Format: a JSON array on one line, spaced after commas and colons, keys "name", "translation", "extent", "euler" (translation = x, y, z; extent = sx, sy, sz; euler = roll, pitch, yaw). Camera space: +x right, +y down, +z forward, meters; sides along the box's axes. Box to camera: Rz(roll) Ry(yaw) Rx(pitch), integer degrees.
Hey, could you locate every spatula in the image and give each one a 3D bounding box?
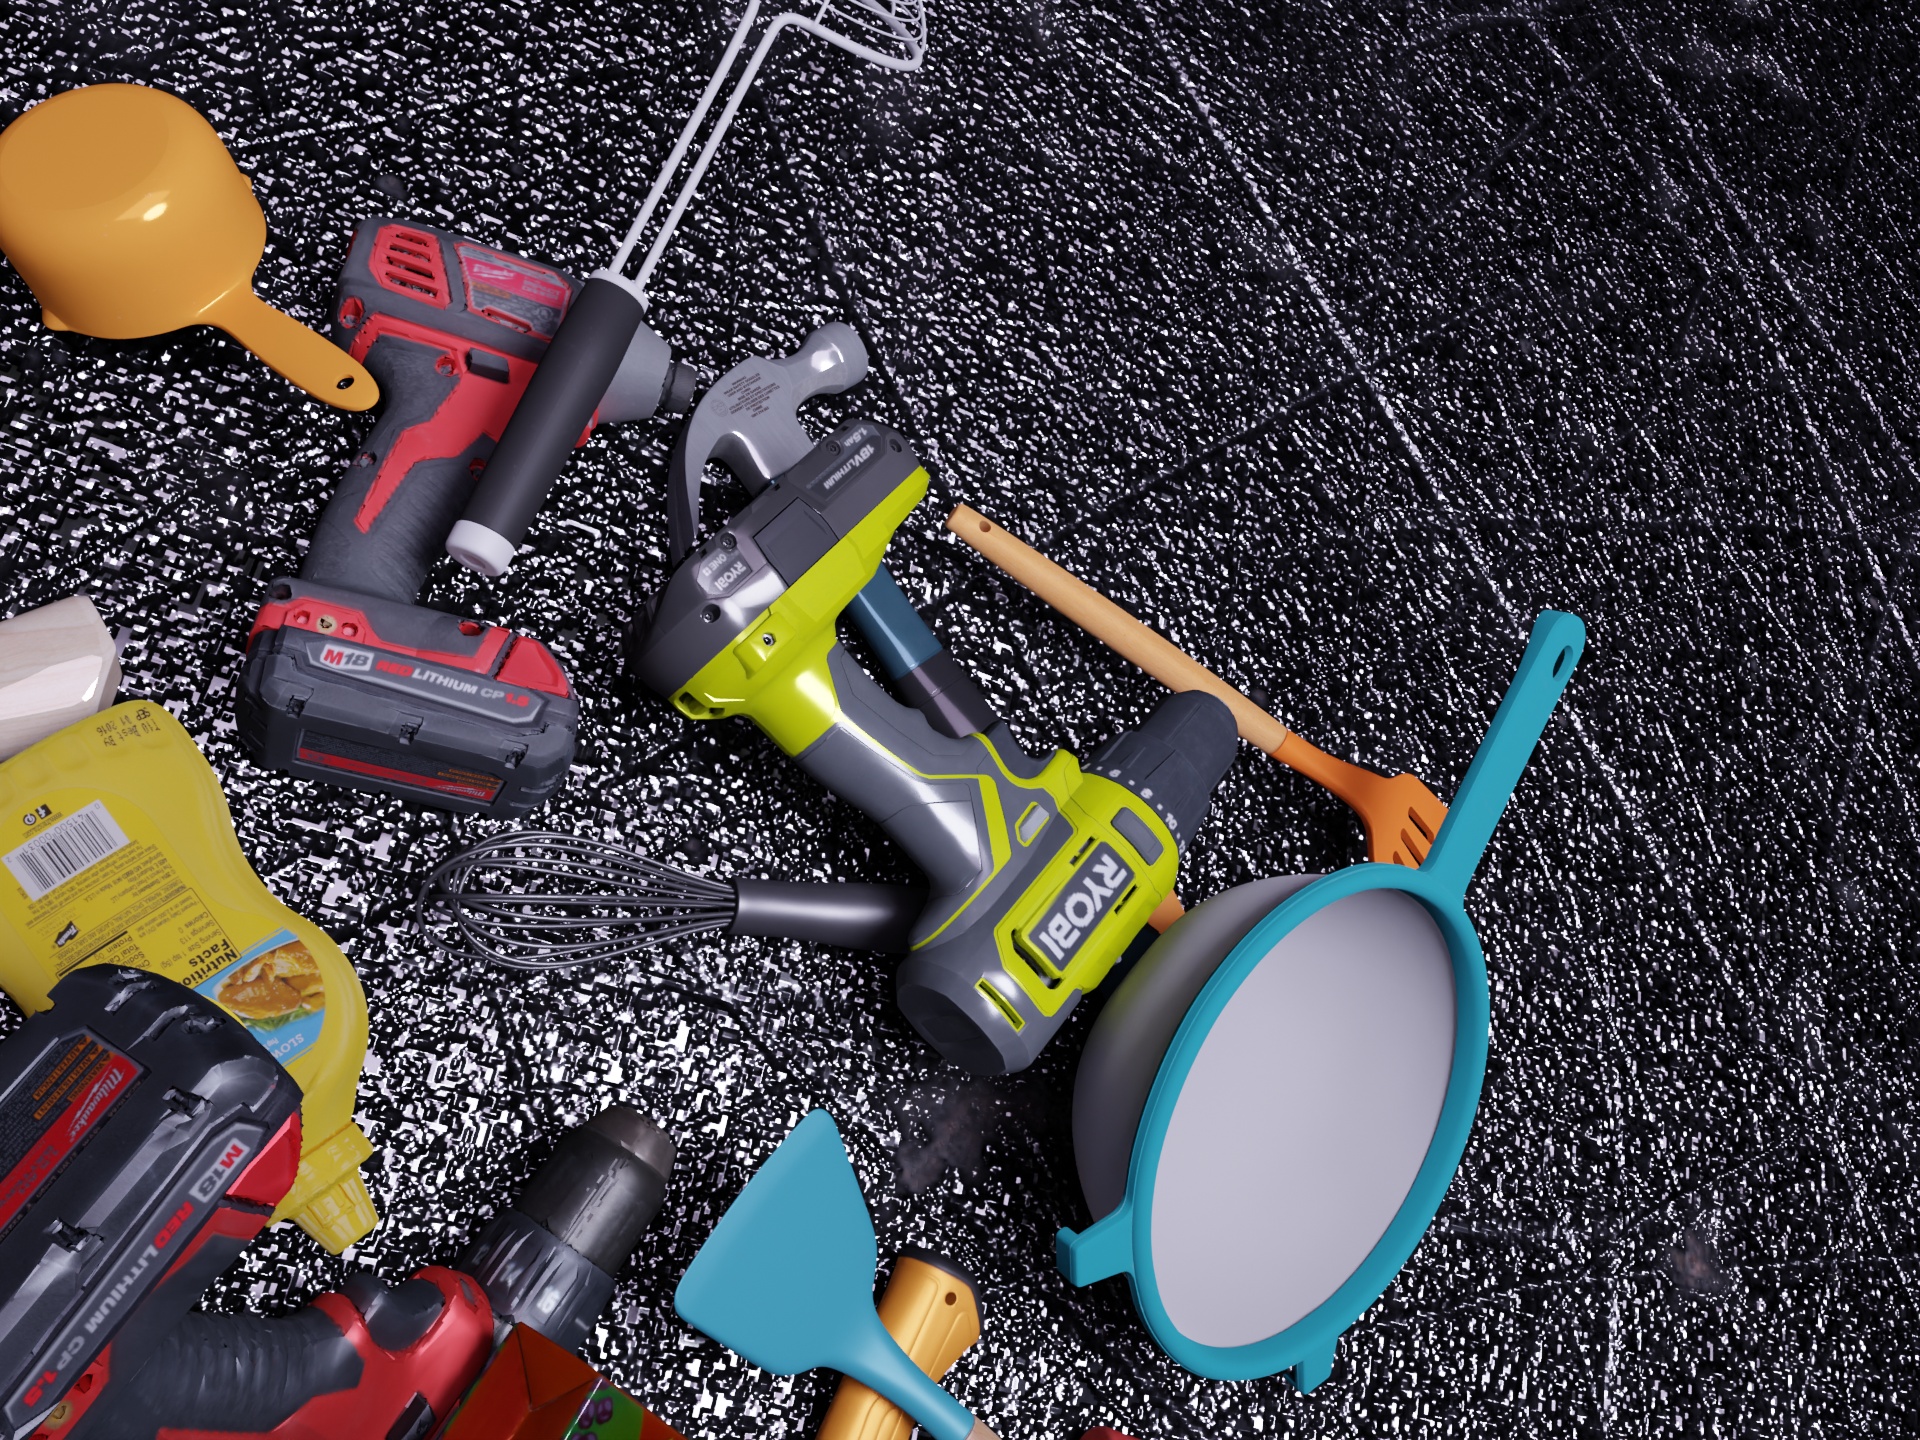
[{"name": "spatula", "translation": [0.123, -0.001, 0.739], "extent": [0.322, 0.041, 0.081], "euler": [34, 63, -14]}, {"name": "spatula", "translation": [0.021, 0.276, 0.573], "extent": [0.317, 0.044, 0.082], "euler": [48, 56, -11]}]

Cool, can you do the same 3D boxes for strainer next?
[{"name": "strainer", "translation": [0.148, 0.094, 0.660], "extent": [0.210, 0.095, 0.340], "euler": [39, 76, -40]}]

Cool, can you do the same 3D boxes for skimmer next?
[{"name": "skimmer", "translation": [-0.116, -0.207, 0.642], "extent": [0.127, 0.090, 0.363], "euler": [27, 69, -14]}]

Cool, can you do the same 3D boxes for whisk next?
[{"name": "whisk", "translation": [-0.090, 0.076, 0.624], "extent": [0.238, 0.055, 0.055], "euler": [8, 71, -27]}]

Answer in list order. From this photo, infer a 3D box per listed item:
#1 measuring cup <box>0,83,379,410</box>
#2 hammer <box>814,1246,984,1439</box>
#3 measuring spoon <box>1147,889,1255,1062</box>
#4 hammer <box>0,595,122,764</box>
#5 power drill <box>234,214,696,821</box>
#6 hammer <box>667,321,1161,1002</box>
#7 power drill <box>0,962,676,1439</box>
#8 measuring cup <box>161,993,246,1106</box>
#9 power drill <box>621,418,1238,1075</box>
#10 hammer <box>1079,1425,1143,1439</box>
[{"name": "measuring cup", "translation": [-0.275, -0.168, 0.568], "extent": [0.174, 0.052, 0.095], "euler": [34, 68, 19]}, {"name": "hammer", "translation": [-0.080, 0.339, 0.543], "extent": [0.127, 0.034, 0.337], "euler": [39, 60, -21]}, {"name": "measuring spoon", "translation": [0.102, 0.102, 0.720], "extent": [0.021, 0.011, 0.117], "euler": [-27, 86, -29]}, {"name": "hammer", "translation": [-0.468, 0.040, 0.465], "extent": [0.410, 0.038, 0.146], "euler": [-26, 85, -29]}, {"name": "power drill", "translation": [-0.185, -0.081, 0.613], "extent": [0.143, 0.078, 0.220], "euler": [15, 66, -21]}, {"name": "hammer", "translation": [-0.009, -0.014, 0.693], "extent": [0.128, 0.033, 0.331], "euler": [-35, 91, -30]}, {"name": "power drill", "translation": [-0.186, 0.164, 0.476], "extent": [0.188, 0.080, 0.226], "euler": [-55, 141, -25]}, {"name": "measuring cup", "translation": [-0.257, 0.160, 0.479], "extent": [0.062, 0.029, 0.156], "euler": [13, 83, -6]}, {"name": "power drill", "translation": [-0.001, -0.002, 0.632], "extent": [0.228, 0.080, 0.190], "euler": [47, 61, -8]}, {"name": "hammer", "translation": [0.206, 0.365, 0.672], "extent": [0.359, 0.036, 0.149], "euler": [28, 64, -15]}]
